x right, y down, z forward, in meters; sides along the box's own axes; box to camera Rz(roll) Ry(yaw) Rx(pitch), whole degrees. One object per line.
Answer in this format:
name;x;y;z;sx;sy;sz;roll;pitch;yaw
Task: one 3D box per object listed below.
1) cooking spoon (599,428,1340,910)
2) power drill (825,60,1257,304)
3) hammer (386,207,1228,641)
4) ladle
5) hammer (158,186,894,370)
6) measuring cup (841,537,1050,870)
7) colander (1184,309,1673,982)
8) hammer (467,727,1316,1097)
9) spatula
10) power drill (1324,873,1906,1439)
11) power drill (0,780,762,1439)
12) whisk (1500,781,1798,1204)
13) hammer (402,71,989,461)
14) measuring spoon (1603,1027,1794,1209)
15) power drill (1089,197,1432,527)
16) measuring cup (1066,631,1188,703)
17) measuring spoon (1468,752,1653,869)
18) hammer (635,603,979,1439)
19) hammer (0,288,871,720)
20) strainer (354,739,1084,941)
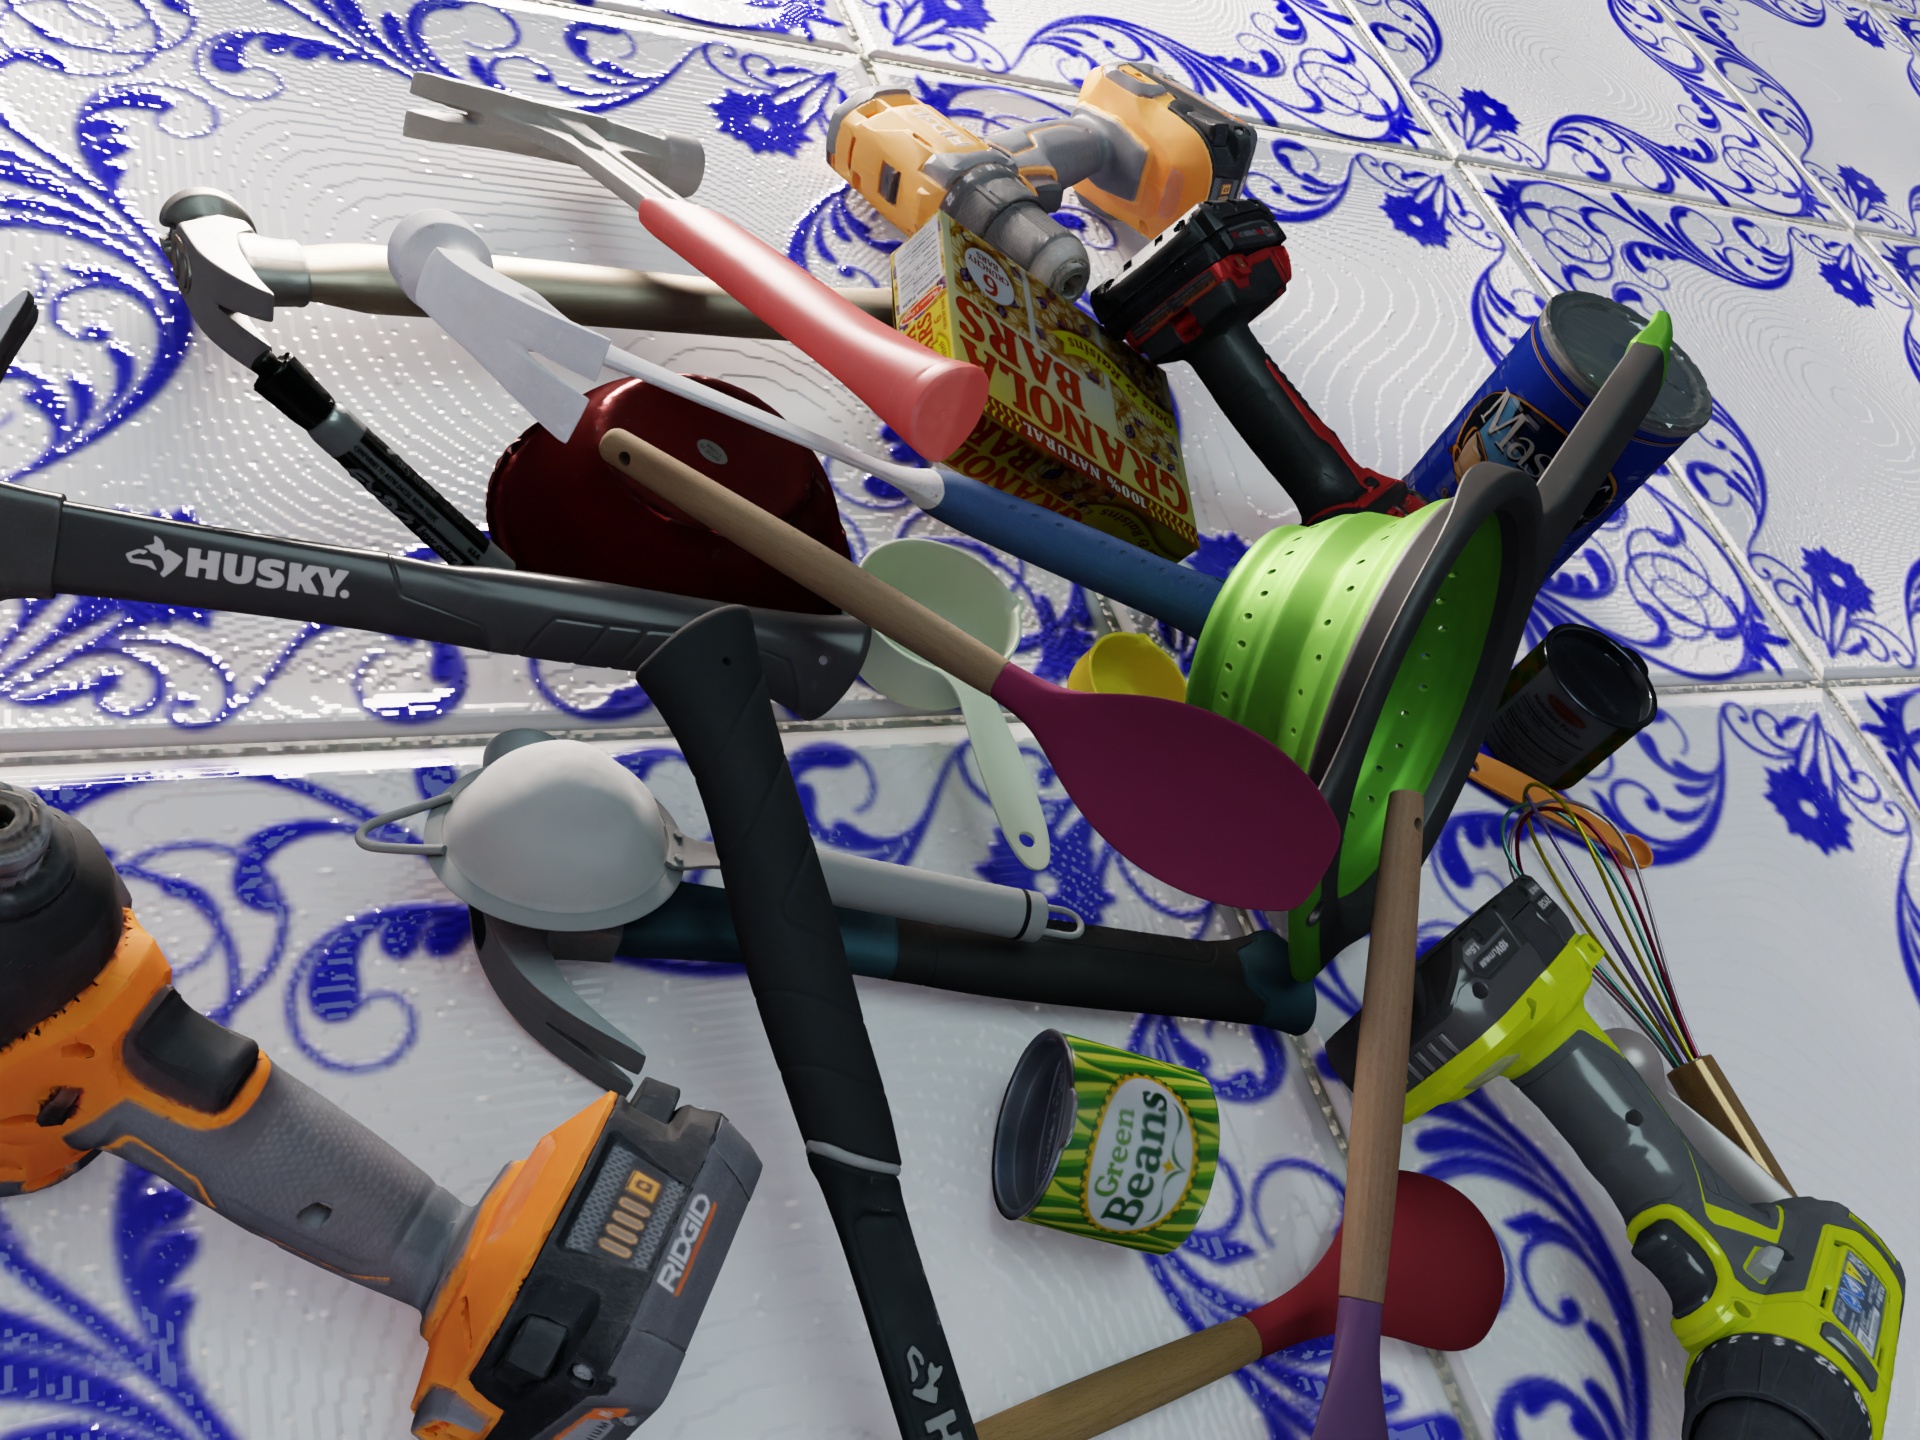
cooking spoon;-0.006;-0.028;0.586;0.319;0.068;0.017;32;28;13
power drill;0.064;-0.298;0.889;0.226;0.084;0.186;-20;51;-34
hammer;-0.020;-0.094;0.642;0.405;0.035;0.144;17;18;-39
ladle;0.077;0.218;0.542;0.315;0.031;0.069;-9;59;-30
hammer;-0.128;-0.187;0.725;0.410;0.038;0.146;-5;32;-33
measuring cup;-0.001;-0.002;0.668;0.083;0.038;0.168;-3;57;-29
colander;0.204;-0.071;0.703;0.094;0.204;0.397;24;57;28
hammer;-0.014;0.084;0.597;0.331;0.033;0.128;9;50;-20
spatula;0.141;0.173;0.547;0.059;0.018;0.316;28;64;-37
power drill;0.251;0.182;0.601;0.229;0.080;0.190;50;34;15
power drill;-0.173;0.105;0.413;0.226;0.164;0.084;29;46;-6
whisk;0.316;0.134;0.717;0.051;0.047;0.245;-8;62;-32
hammer;-0.109;-0.202;0.678;0.149;0.036;0.359;-2;33;-39
measuring spoon;0.318;0.181;0.677;0.124;0.034;0.018;46;4;20
power drill;0.173;-0.156;0.824;0.219;0.078;0.143;56;32;0
measuring cup;0.115;0.011;0.731;0.156;0.029;0.062;26;49;-22
measuring spoon;0.295;0.045;0.801;0.117;0.011;0.021;28;48;1
hammer;-0.021;0.152;0.482;0.149;0.036;0.409;-8;72;-35
hammer;-0.189;-0.049;0.571;0.334;0.035;0.146;7;88;-25
strainer;-0.070;0.047;0.551;0.258;0.050;0.087;14;33;-22
